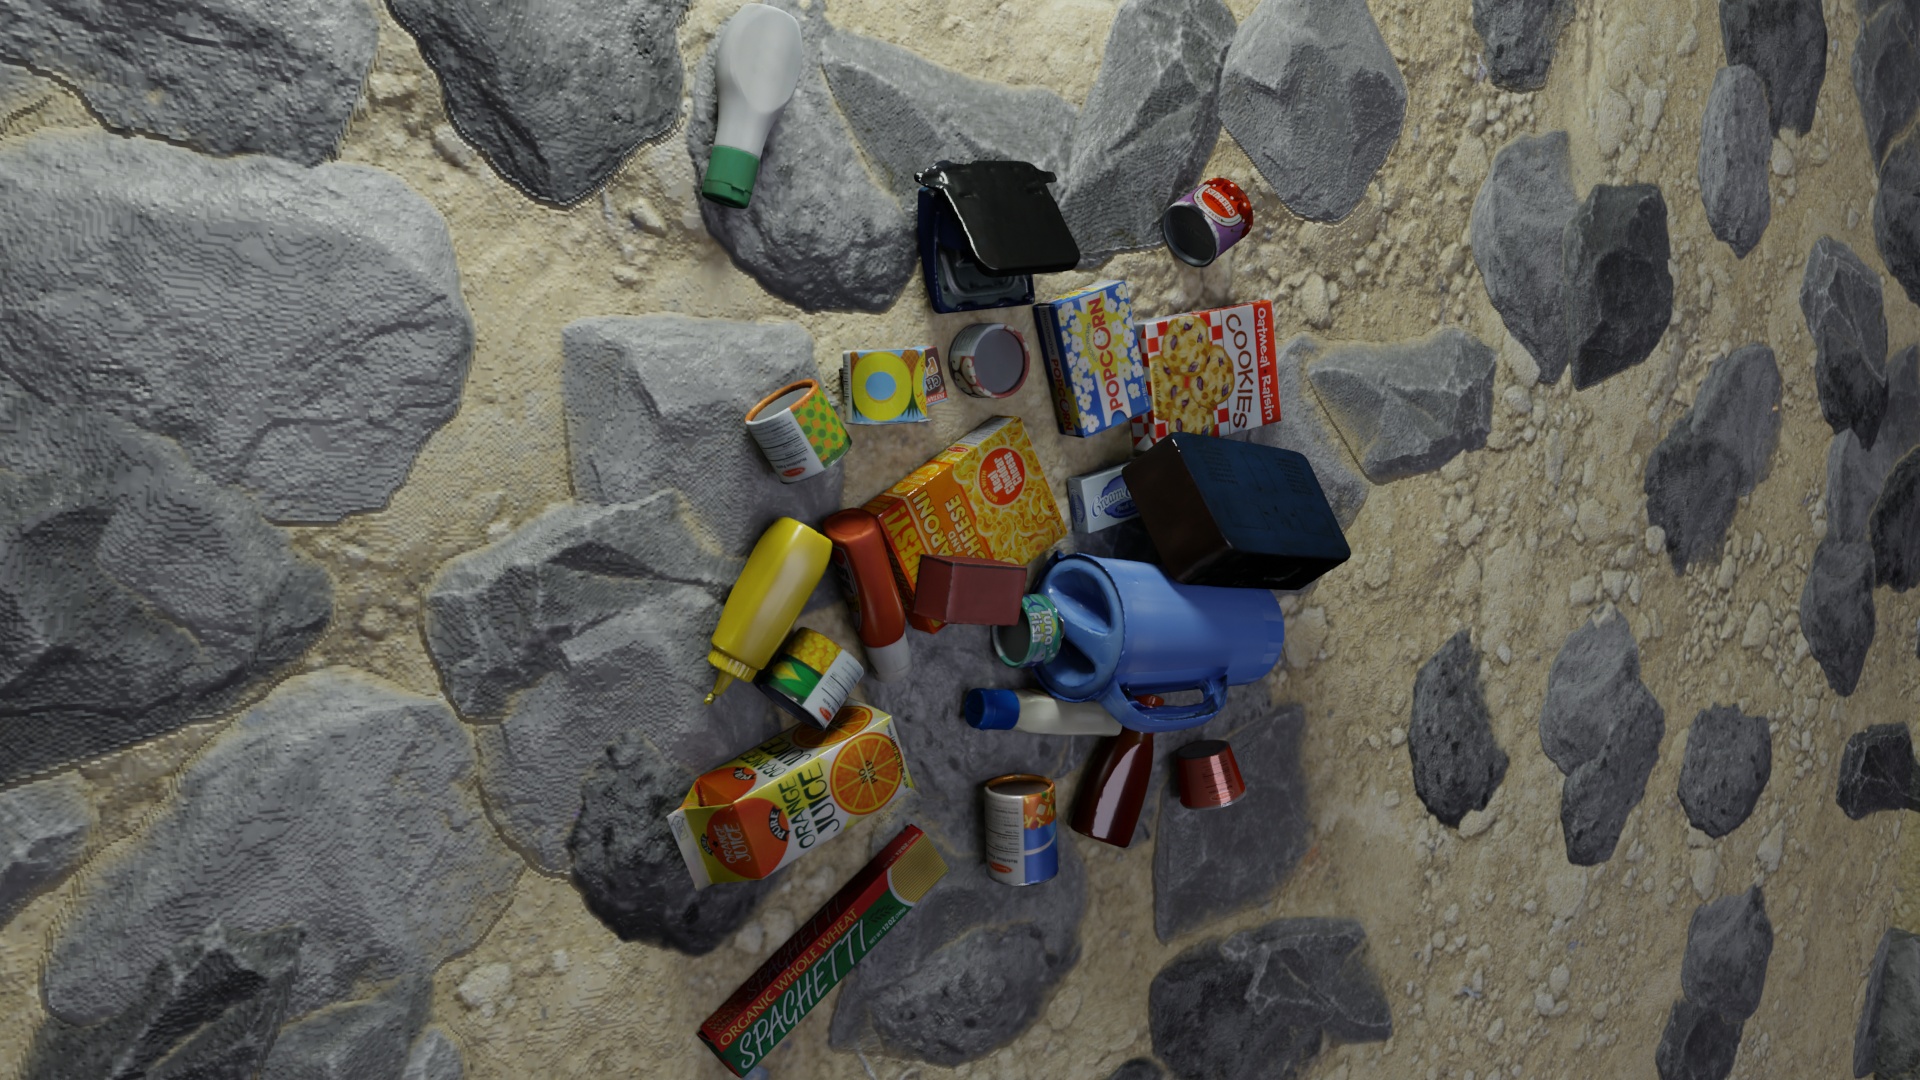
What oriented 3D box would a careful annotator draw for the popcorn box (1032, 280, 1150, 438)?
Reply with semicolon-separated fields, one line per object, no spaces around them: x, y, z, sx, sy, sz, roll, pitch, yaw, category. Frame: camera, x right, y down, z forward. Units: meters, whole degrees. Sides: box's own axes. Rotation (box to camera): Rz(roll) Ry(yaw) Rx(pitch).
0.121;-0.167;1.274;0.085;0.038;0.126;-24;109;-31;popcorn box

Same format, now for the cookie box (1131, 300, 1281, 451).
0.237;-0.162;1.353;0.168;0.040;0.122;-15;105;-31;cookie box

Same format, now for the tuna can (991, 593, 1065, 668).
0.060;0.081;1.243;0.033;0.071;0.071;-2;97;-33;tuna can

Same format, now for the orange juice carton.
-0.140;0.206;1.121;0.193;0.073;0.071;-26;111;-29;orange juice carton

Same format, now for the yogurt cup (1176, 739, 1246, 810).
0.250;0.235;1.400;0.072;0.072;0.054;-18;98;-31;yogurt cup

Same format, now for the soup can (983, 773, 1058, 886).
0.057;0.262;1.269;0.071;0.071;0.083;-8;101;-33;soup can

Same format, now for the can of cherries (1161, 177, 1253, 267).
0.235;-0.303;1.314;0.058;0.071;0.071;-38;116;-25;can of cherries

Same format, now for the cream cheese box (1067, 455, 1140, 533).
0.150;-0.045;1.317;0.104;0.024;0.053;-18;105;-32;cream cheese box

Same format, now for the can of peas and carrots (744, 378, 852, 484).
-0.127;-0.088;1.098;0.071;0.071;0.058;-40;116;-23;can of peas and carrots

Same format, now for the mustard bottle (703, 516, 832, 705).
-0.160;0.060;1.098;0.049;0.065;0.160;31;84;-28;mustard bottle

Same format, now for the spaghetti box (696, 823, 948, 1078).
-0.113;0.347;1.185;0.251;0.028;0.050;-41;116;-24;spaghetti box

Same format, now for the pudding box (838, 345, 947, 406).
-0.056;-0.130;1.161;0.084;0.030;0.049;-20;108;-31;pudding box

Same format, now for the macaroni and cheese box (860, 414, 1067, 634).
0.004;-0.015;1.212;0.167;0.040;0.123;-36;115;-26;macaroni and cheese box

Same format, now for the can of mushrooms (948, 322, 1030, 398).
0.027;-0.155;1.213;0.071;0.033;0.071;-5;98;-34;can of mushrooms

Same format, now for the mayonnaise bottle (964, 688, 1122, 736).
0.075;0.156;1.271;0.148;0.065;0.041;7;94;-31;mayonnaise bottle

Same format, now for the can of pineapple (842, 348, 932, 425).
-0.058;-0.122;1.100;0.071;0.071;0.057;-7;100;-34;can of pineapple

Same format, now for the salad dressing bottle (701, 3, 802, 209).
-0.162;-0.328;1.055;0.064;0.044;0.147;15;89;-37;salad dressing bottle

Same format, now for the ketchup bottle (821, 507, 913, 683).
-0.073;0.049;1.156;0.043;0.065;0.148;-23;118;-16;ketchup bottle

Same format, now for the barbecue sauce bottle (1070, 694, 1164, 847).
0.158;0.219;1.346;0.065;0.043;0.148;25;82;-35;barbecue sauce bottle

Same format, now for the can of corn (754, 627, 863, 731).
-0.123;0.111;1.127;0.071;0.071;0.058;46;68;-30;can of corn
